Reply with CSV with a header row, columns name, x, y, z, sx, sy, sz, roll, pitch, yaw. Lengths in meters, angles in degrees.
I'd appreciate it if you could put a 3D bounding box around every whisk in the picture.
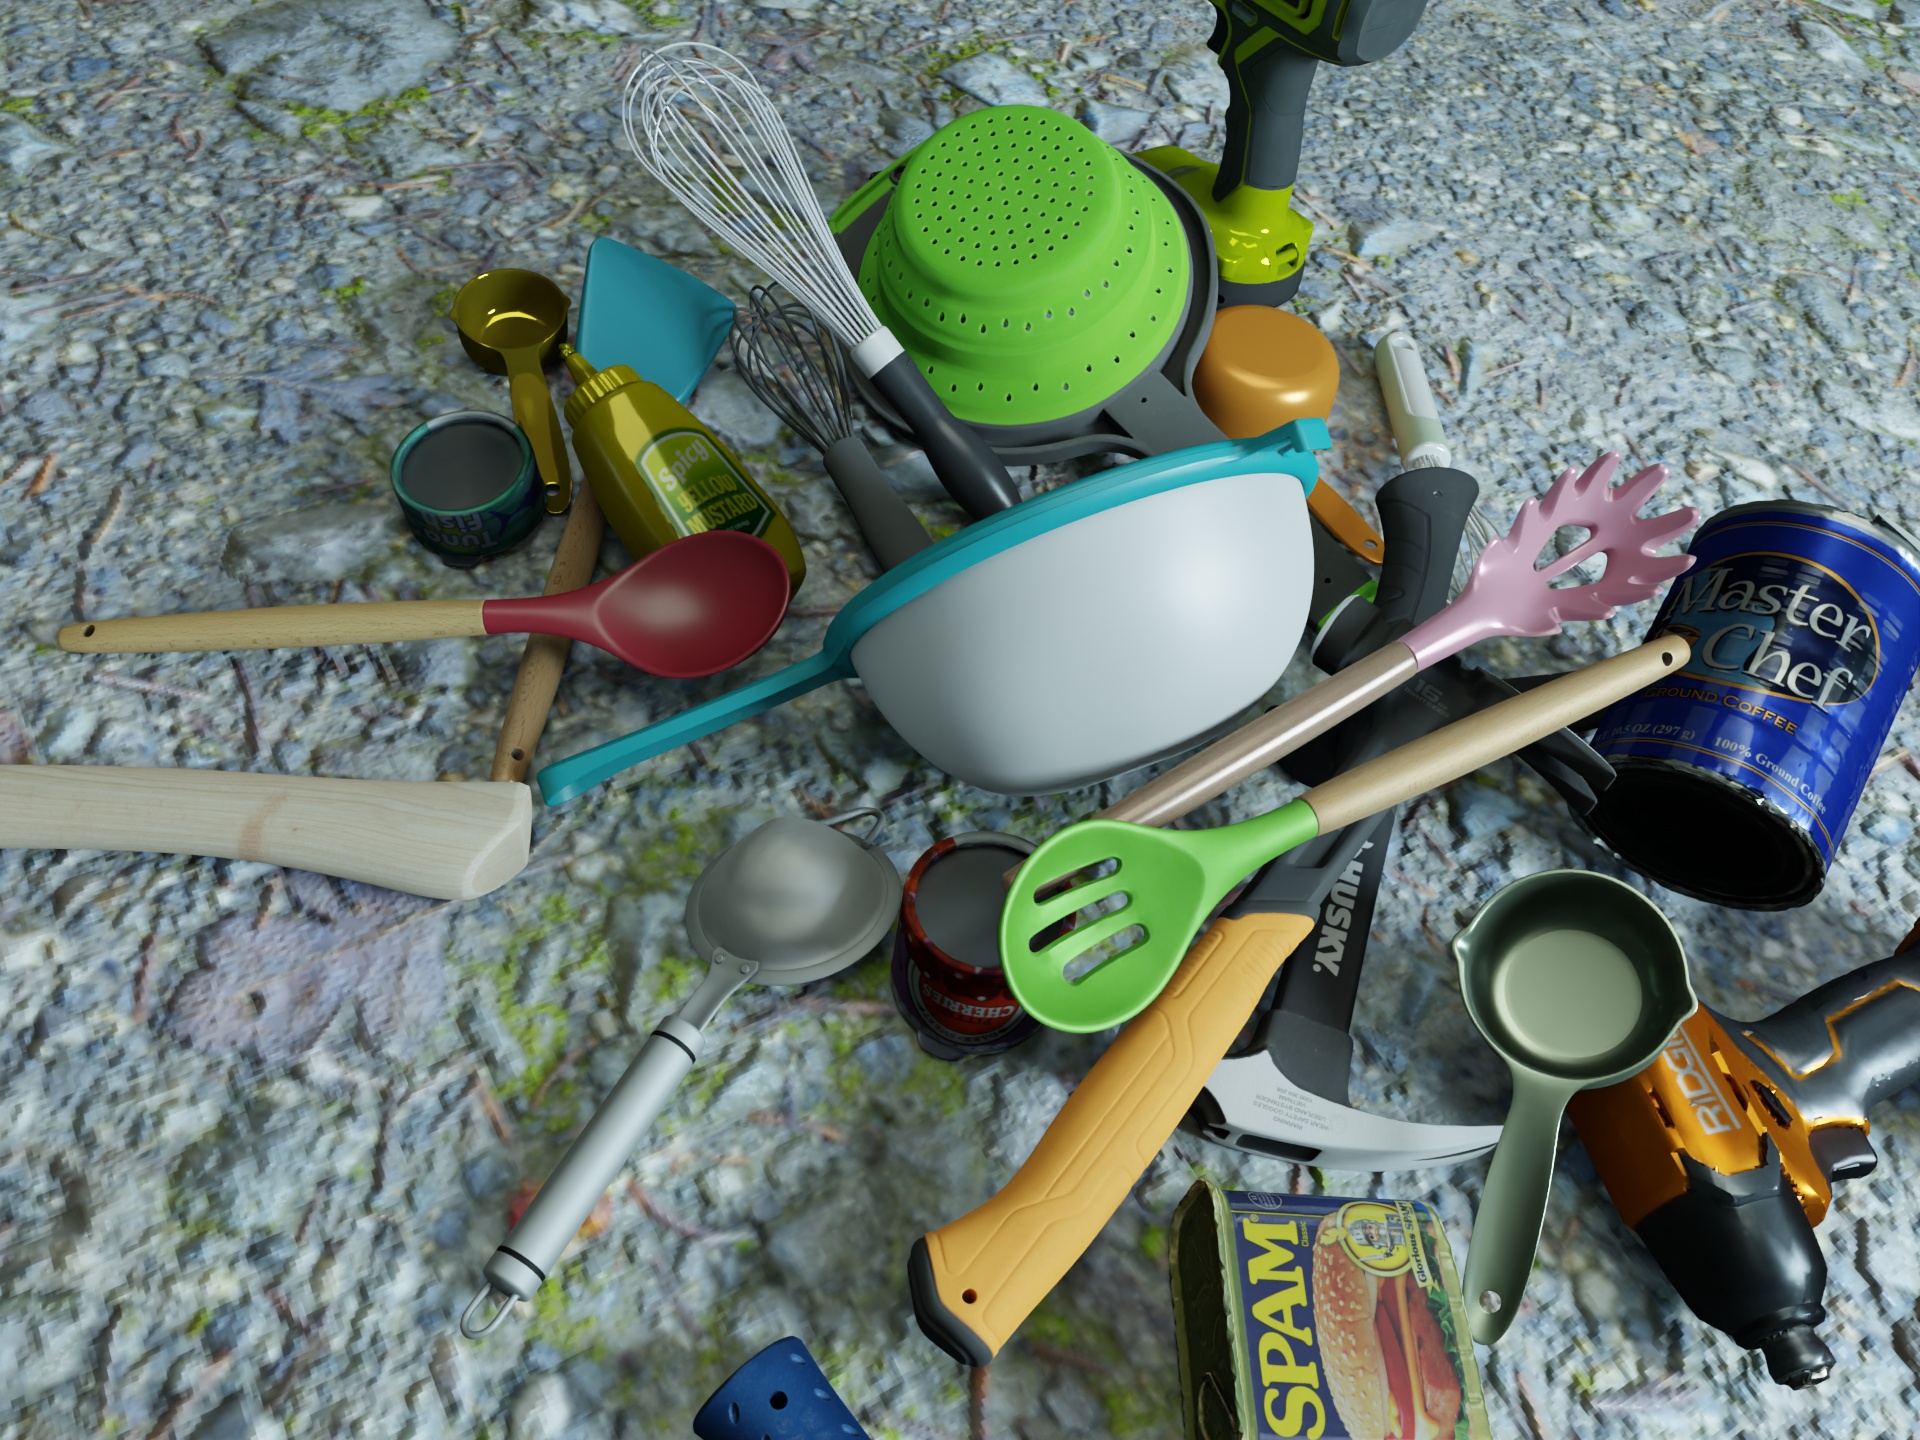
name,x,y,z,sx,sy,sz,roll,pitch,yaw
whisk,0.245,-0.130,0.828,0.057,0.059,0.247,11,45,-9
whisk,-0.055,-0.133,0.786,0.055,0.055,0.239,-19,60,-22
whisk,-0.060,-0.203,0.765,0.284,0.070,0.070,51,55,-9

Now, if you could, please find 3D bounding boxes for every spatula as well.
name,x,y,z,sx,sy,sz,roll,pitch,yaw
spatula,-0.172,-0.101,0.744,0.082,0.044,0.318,23,48,-22

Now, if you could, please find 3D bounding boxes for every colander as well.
name,x,y,z,sx,sy,sz,roll,pitch,yaw
colander,0.077,-0.182,0.778,0.204,0.094,0.397,-39,69,-5

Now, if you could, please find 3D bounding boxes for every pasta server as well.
name,x,y,z,sx,sy,sz,roll,pitch,yaw
pasta server,0.151,-0.014,0.604,0.316,0.040,0.060,-29,81,-16

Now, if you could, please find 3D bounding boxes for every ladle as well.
name,x,y,z,sx,sy,sz,roll,pitch,yaw
ladle,-0.226,-0.042,0.673,0.315,0.031,0.069,-3,65,2

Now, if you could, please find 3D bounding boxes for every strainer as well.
name,x,y,z,sx,sy,sz,roll,pitch,yaw
strainer,-0.001,-0.002,0.641,0.340,0.211,0.095,-22,82,2
strainer,-0.099,0.111,0.585,0.087,0.050,0.258,16,52,25

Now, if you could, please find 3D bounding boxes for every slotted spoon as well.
name,x,y,z,sx,sy,sz,roll,pitch,yaw
slotted spoon,0.148,0.028,0.583,0.313,0.031,0.070,-22,96,-18

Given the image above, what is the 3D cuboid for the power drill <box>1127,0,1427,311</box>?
name,x,y,z,sx,sy,sz,roll,pitch,yaw
power drill,0.144,-0.357,0.880,0.080,0.228,0.191,-29,60,-28

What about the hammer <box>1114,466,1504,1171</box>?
name,x,y,z,sx,sy,sz,roll,pitch,yaw
hammer,0.175,0.025,0.664,0.146,0.035,0.335,19,61,6

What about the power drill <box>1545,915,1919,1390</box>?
name,x,y,z,sx,sy,sz,roll,pitch,yaw
power drill,0.344,0.147,0.595,0.226,0.084,0.164,-9,53,-10

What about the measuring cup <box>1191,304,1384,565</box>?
name,x,y,z,sx,sy,sz,roll,pitch,yaw
measuring cup,0.178,-0.154,0.832,0.095,0.052,0.174,-17,53,-21

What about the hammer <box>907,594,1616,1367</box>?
name,x,y,z,sx,sy,sz,roll,pitch,yaw
hammer,0.105,0.095,0.579,0.127,0.034,0.337,36,64,17

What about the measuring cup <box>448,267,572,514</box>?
name,x,y,z,sx,sy,sz,roll,pitch,yaw
measuring cup,-0.218,-0.162,0.807,0.062,0.029,0.157,-12,65,-15

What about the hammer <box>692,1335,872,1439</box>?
name,x,y,z,sx,sy,sz,roll,pitch,yaw
hammer,0.073,0.332,0.429,0.144,0.035,0.406,-33,62,-29

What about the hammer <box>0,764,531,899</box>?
name,x,y,z,sx,sy,sz,roll,pitch,yaw
hammer,-0.377,0.026,0.616,0.410,0.038,0.146,2,49,-7

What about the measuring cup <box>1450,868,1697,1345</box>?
name,x,y,z,sx,sy,sz,roll,pitch,yaw
measuring cup,0.206,0.136,0.564,0.083,0.038,0.168,13,77,26

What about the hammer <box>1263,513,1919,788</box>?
name,x,y,z,sx,sy,sz,roll,pitch,yaw
hammer,0.336,-0.020,0.758,0.409,0.036,0.149,-8,51,-14
